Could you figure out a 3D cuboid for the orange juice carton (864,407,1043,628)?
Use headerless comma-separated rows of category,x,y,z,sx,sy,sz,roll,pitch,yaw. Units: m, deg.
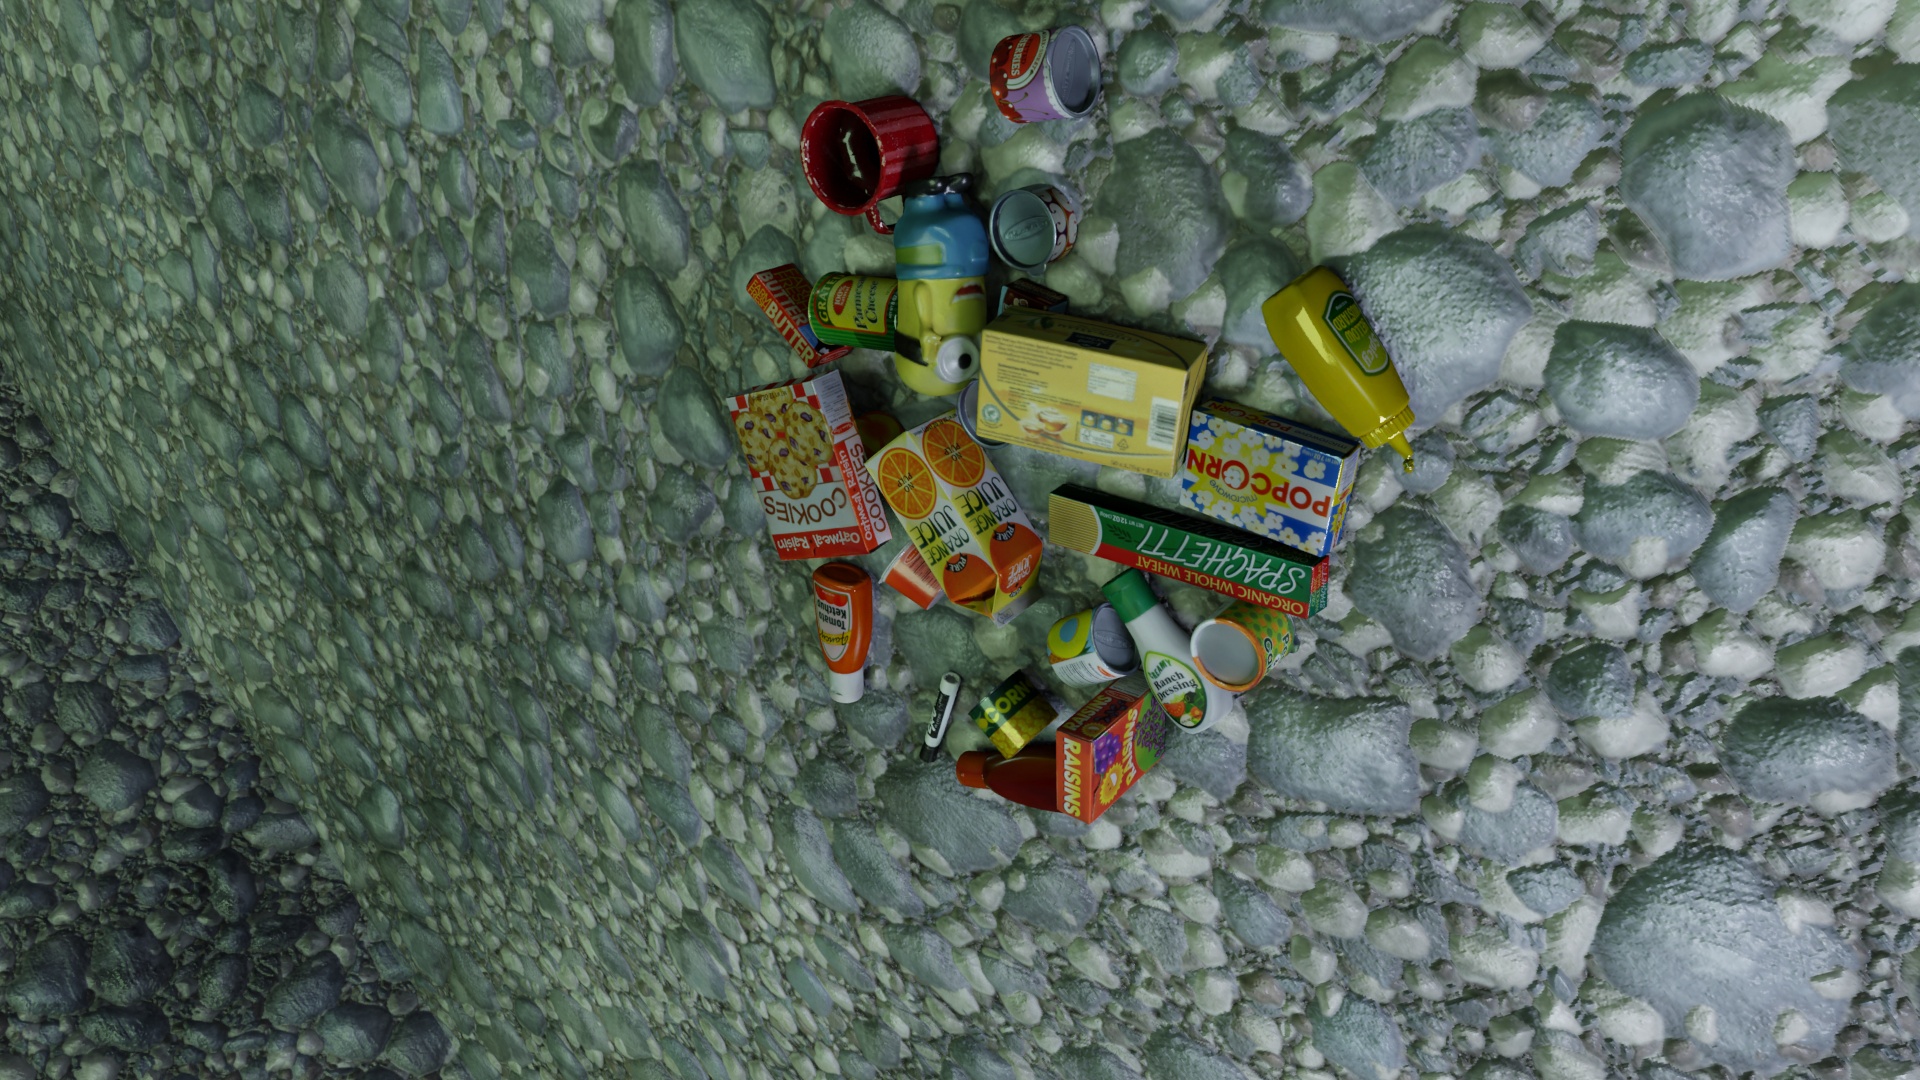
orange juice carton,0.004,-0.016,1.258,0.072,0.072,0.192,-34,87,46

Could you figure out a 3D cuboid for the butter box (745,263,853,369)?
butter box,-0.150,-0.211,1.303,0.103,0.053,0.024,51,133,8

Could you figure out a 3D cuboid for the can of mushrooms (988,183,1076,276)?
can of mushrooms,0.059,-0.250,1.119,0.071,0.033,0.070,18,122,32

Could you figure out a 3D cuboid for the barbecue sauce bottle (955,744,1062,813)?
barbecue sauce bottle,0.061,0.229,1.355,0.148,0.044,0.064,-2,110,42

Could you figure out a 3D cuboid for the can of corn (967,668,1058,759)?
can of corn,0.050,0.164,1.313,0.058,0.071,0.070,49,134,9

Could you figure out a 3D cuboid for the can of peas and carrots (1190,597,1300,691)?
can of peas and carrots,0.230,0.083,1.124,0.071,0.059,0.070,20,124,33

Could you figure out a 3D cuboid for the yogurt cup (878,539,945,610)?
yogurt cup,-0.034,0.029,1.321,0.054,0.073,0.072,41,133,6

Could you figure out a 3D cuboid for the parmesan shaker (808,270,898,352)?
parmesan shaker,-0.075,-0.205,1.235,0.103,0.071,0.071,12,119,35

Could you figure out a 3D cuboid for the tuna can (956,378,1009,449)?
tuna can,0.034,-0.114,1.210,0.071,0.033,0.070,19,123,33

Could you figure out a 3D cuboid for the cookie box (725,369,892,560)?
cookie box,-0.142,-0.067,1.295,0.123,0.040,0.167,-5,107,42

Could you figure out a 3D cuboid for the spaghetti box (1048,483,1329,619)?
spaghetti box,0.182,0.006,1.147,0.250,0.029,0.050,17,123,34

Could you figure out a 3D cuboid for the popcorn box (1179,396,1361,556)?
popcorn box,0.235,-0.050,1.066,0.127,0.038,0.084,23,125,30

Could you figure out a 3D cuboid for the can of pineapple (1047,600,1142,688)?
can of pineapple,0.119,0.091,1.221,0.057,0.071,0.071,-24,95,45

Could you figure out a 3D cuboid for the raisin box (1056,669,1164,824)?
raisin box,0.132,0.177,1.211,0.040,0.124,0.085,17,121,34

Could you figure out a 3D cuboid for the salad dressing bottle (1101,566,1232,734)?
salad dressing bottle,0.175,0.092,1.187,0.064,0.044,0.147,-35,87,46

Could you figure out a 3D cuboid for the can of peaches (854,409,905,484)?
can of peaches,-0.093,-0.085,1.315,0.071,0.058,0.071,19,123,32

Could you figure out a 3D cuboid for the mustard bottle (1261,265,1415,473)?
mustard bottle,0.278,-0.116,0.982,0.160,0.065,0.048,54,140,-3

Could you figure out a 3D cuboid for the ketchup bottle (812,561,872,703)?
ketchup bottle,-0.120,0.098,1.443,0.065,0.044,0.148,20,124,32

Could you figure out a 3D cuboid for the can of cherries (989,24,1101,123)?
can of cherries,0.062,-0.350,1.039,0.058,0.072,0.071,8,116,39

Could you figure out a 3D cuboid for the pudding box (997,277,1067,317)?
pudding box,0.055,-0.172,1.164,0.050,0.030,0.083,30,128,27
